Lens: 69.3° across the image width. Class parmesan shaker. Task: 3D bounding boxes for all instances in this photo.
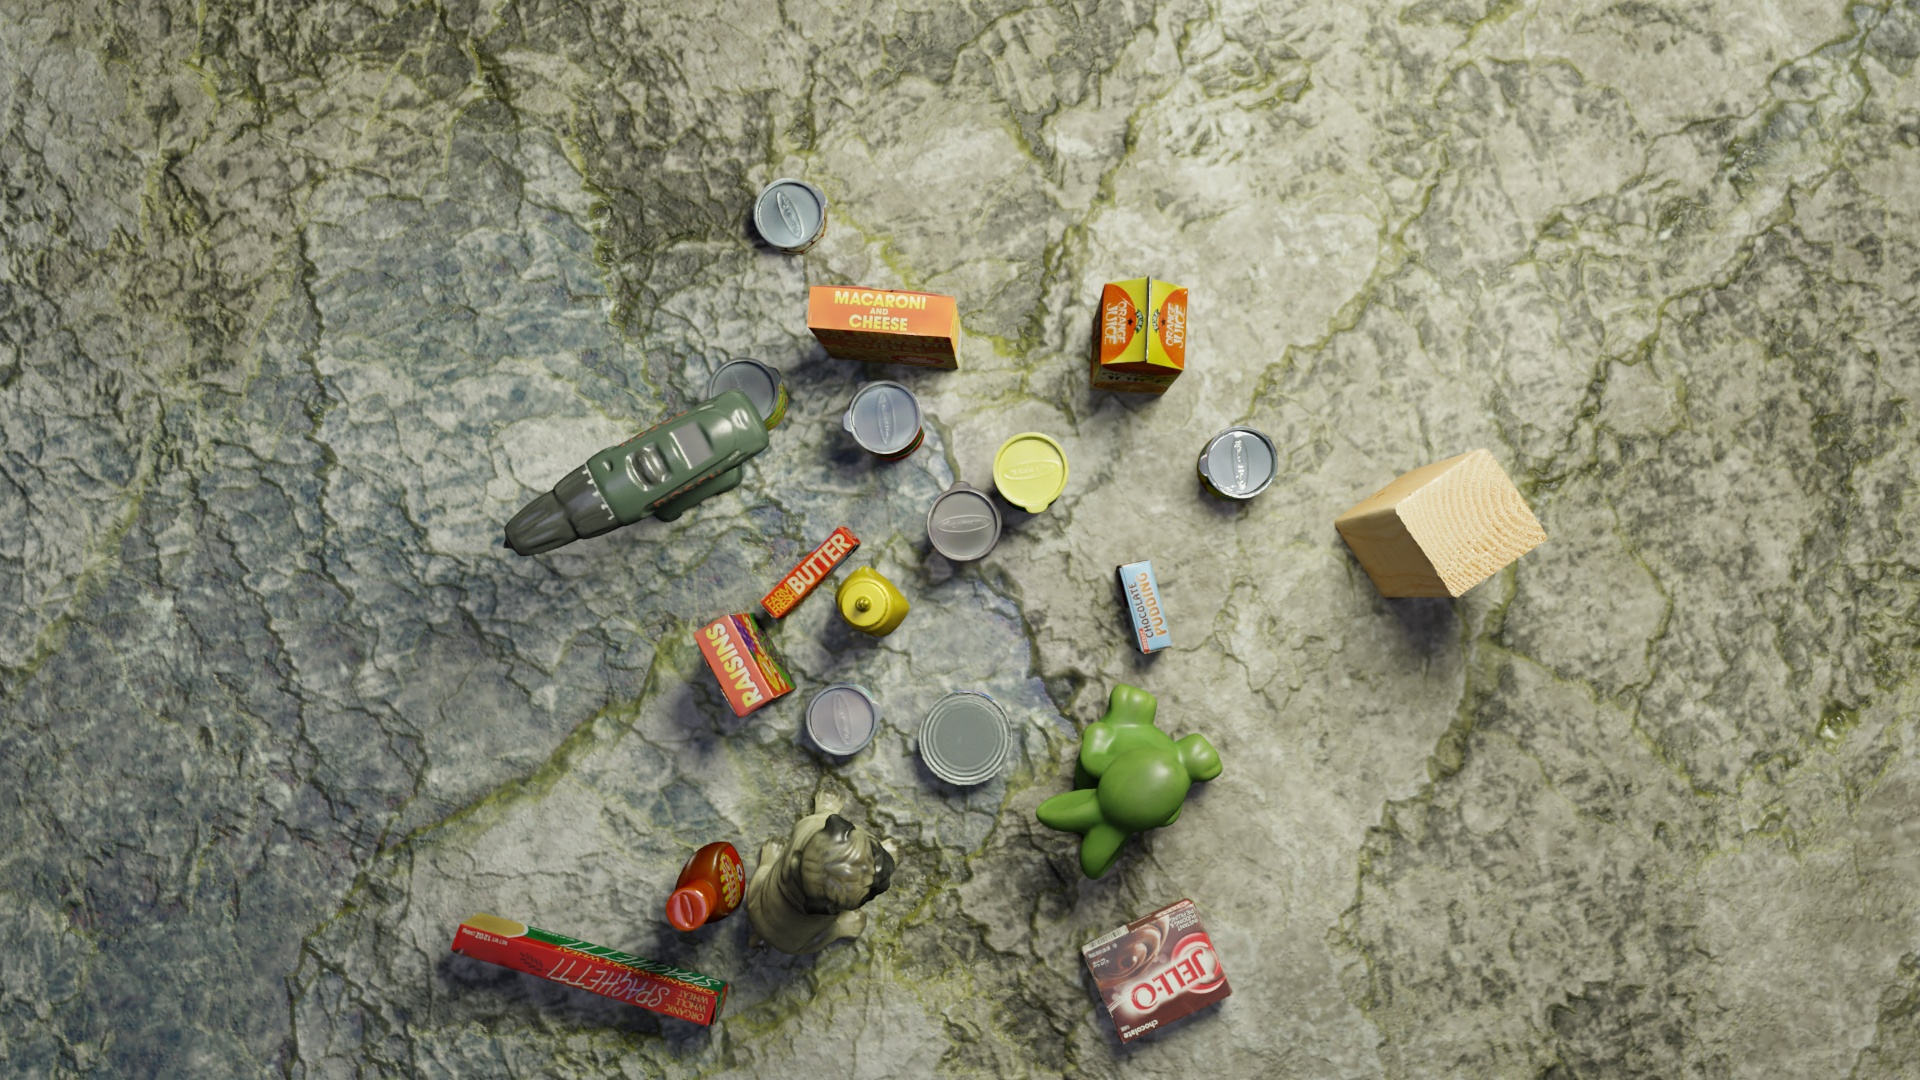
[{"bbox_3d":[0.063,-0.057,1.260,0.071,0.103,0.071,0,88,2],"label":"parmesan shaker"}]

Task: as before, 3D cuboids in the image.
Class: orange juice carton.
[{"bbox_3d":[0.156,-0.177,1.218,0.073,0.192,0.072,4,88,2],"label":"orange juice carton"}]

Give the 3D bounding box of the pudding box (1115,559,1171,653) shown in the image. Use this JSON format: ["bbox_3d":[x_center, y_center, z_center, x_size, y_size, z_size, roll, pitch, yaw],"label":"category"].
[{"bbox_3d":[0.168,0.060,1.278,0.030,0.049,0.083,-14,87,1],"label":"pudding box"}]

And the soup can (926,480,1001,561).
[{"bbox_3d":[0.005,-0.016,1.269,0.071,0.084,0.071,0,88,2],"label":"soup can"}]

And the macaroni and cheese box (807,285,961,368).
[{"bbox_3d":[-0.064,-0.189,1.239,0.124,0.166,0.040,5,88,2],"label":"macaroni and cheese box"}]

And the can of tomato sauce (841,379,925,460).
[{"bbox_3d":[-0.068,-0.108,1.277,0.071,0.083,0.071,0,88,2],"label":"can of tomato sauce"}]

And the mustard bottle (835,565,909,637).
[{"bbox_3d":[-0.082,0.055,1.230,0.065,0.160,0.049,42,90,3],"label":"mustard bottle"}]

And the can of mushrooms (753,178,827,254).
[{"bbox_3d":[-0.158,-0.307,1.314,0.071,0.033,0.071,0,87,2],"label":"can of mushrooms"}]

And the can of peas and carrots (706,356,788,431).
[{"bbox_3d":[-0.195,-0.135,1.294,0.071,0.058,0.071,0,88,2],"label":"can of peas and carrots"}]

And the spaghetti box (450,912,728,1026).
[{"bbox_3d":[-0.338,0.393,1.277,0.250,0.050,0.028,15,88,2],"label":"spaghetti box"}]

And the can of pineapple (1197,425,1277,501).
[{"bbox_3d":[0.252,-0.070,1.277,0.071,0.058,0.071,0,88,2],"label":"can of pineapple"}]

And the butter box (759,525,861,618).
[{"bbox_3d":[-0.138,0.030,1.287,0.103,0.053,0.024,-44,87,0],"label":"butter box"}]

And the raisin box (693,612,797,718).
[{"bbox_3d":[-0.193,0.110,1.250,0.040,0.123,0.086,-29,87,1],"label":"raisin box"}]

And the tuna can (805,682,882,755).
[{"bbox_3d":[-0.106,0.164,1.290,0.071,0.033,0.071,0,87,2],"label":"tuna can"}]

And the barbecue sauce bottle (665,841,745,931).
[{"bbox_3d":[-0.226,0.310,1.228,0.044,0.148,0.065,-14,87,1],"label":"barbecue sauce bottle"}]
